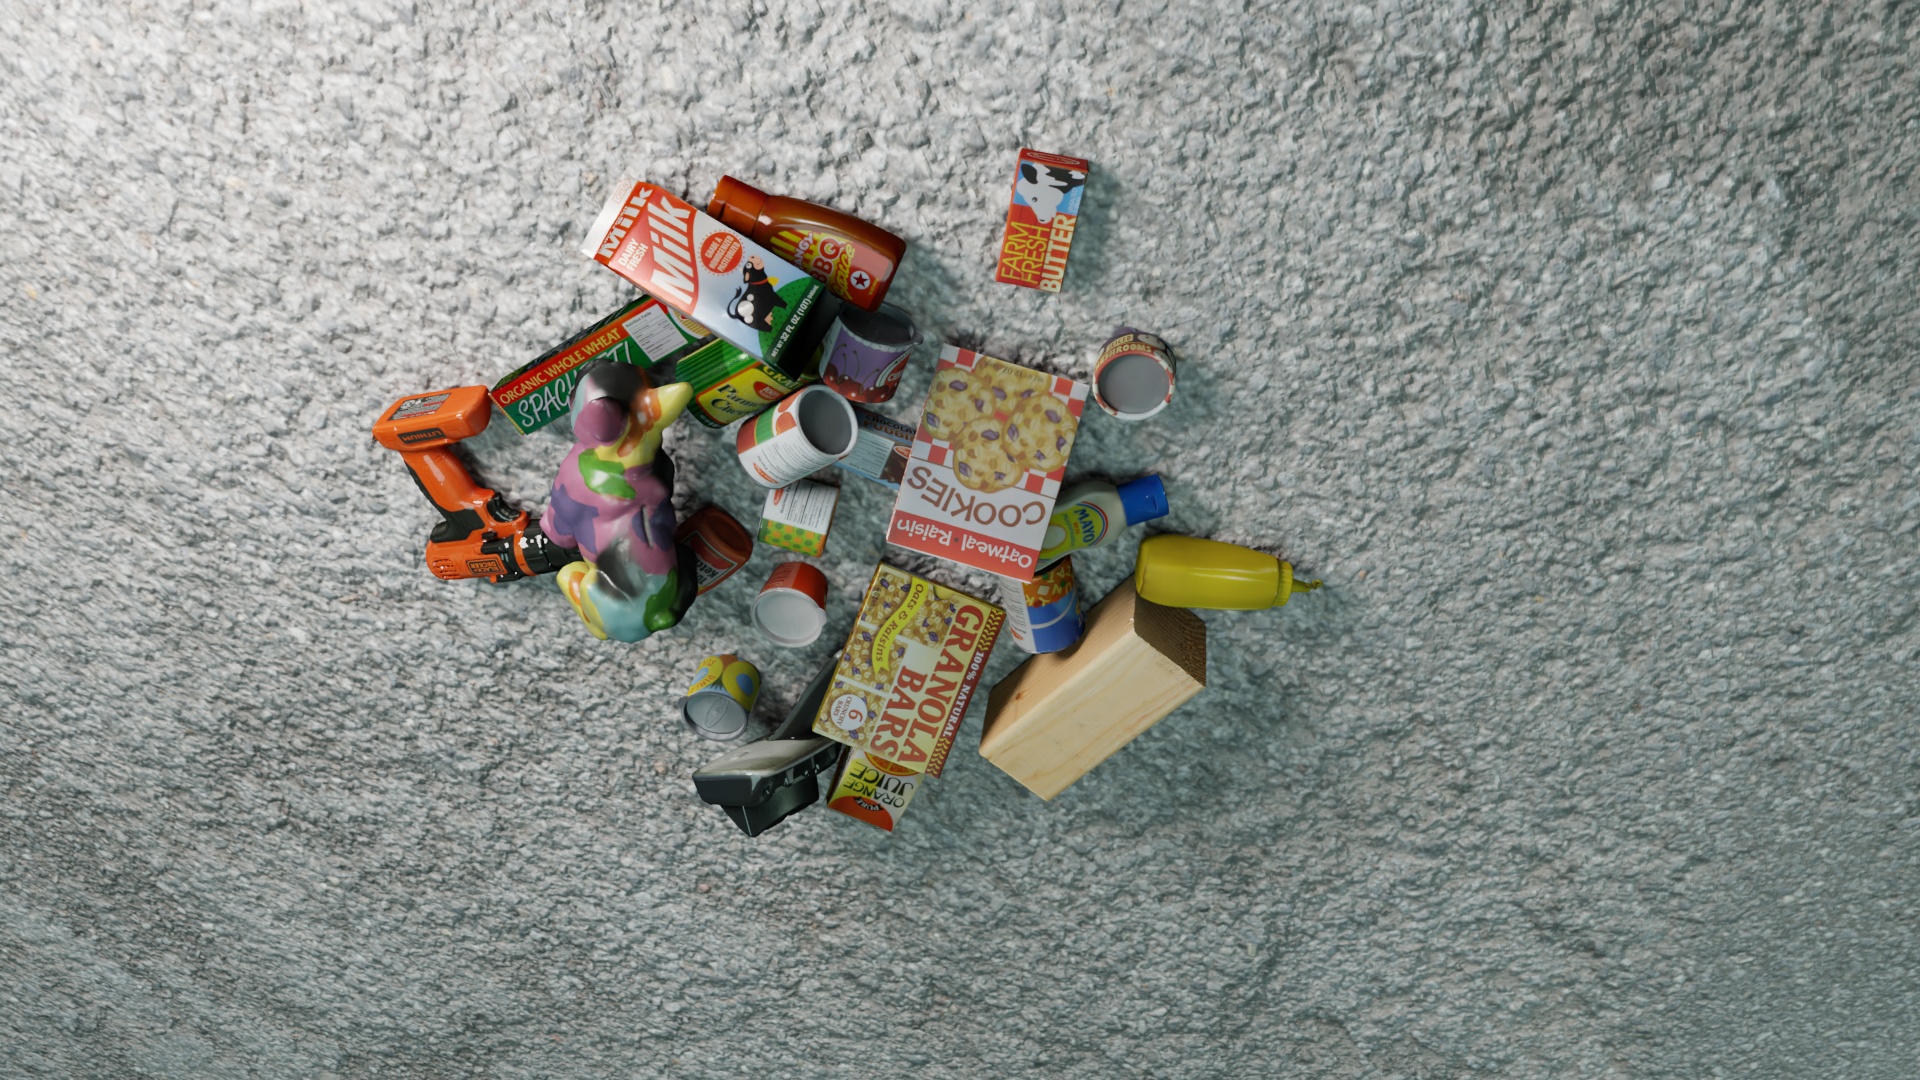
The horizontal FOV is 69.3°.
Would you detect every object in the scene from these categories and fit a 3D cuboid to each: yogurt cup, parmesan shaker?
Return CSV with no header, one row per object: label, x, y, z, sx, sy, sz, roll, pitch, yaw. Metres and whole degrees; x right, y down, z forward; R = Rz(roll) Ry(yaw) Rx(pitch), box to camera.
yogurt cup,-0.154,0.056,1.274,0.072,0.054,0.072,4,126,6
parmesan shaker,-0.170,-0.139,1.130,0.103,0.072,0.071,-25,118,24

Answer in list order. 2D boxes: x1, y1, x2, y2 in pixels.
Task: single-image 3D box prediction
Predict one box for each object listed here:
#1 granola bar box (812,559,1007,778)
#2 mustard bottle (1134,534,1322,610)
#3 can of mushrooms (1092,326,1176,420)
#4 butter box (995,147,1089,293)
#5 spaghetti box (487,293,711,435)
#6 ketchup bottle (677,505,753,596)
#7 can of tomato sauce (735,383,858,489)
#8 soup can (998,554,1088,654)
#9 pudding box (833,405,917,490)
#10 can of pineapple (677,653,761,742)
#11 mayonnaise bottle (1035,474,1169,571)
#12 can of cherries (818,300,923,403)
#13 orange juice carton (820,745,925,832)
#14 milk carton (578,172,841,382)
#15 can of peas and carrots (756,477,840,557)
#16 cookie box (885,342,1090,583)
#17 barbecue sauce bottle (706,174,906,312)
granola bar box,-0.046,0.117,1.258,0.124,0.039,0.165,22,92,-7
mustard bottle,0.232,0.033,1.194,0.160,0.065,0.048,8,122,-2
can of mushrooms,0.138,-0.132,1.107,0.071,0.034,0.070,5,127,6
butter box,0.061,-0.239,1.047,0.053,0.024,0.103,11,126,0
spaghetti box,-0.286,-0.160,1.154,0.249,0.029,0.050,-24,119,23
ketchup bottle,-0.260,0.029,1.278,0.148,0.044,0.064,-35,114,29
can of tomato sauce,-0.134,-0.087,1.147,0.083,0.071,0.071,-21,122,43
soup can,0.073,0.046,1.227,0.071,0.072,0.083,-5,124,13
pudding box,-0.063,-0.075,1.181,0.084,0.030,0.049,21,124,-7
can of pineapple,-0.234,0.152,1.353,0.071,0.058,0.070,4,126,6
mayonnaise bottle,0.100,-0.018,1.170,0.148,0.041,0.064,-17,111,1
can of cherries,-0.071,-0.150,1.105,0.071,0.072,0.058,20,126,-6
orange juice carton,-0.075,0.217,1.366,0.072,0.073,0.191,23,126,-7
milk carton,-0.192,-0.202,1.046,0.191,0.073,0.072,31,89,6
can of peas and carrots,-0.141,-0.023,1.210,0.059,0.071,0.070,15,126,-3
cookie box,0.021,-0.061,1.122,0.123,0.040,0.167,16,93,-4
barbecue sauce bottle,-0.120,-0.233,1.067,0.148,0.044,0.064,24,132,-8
